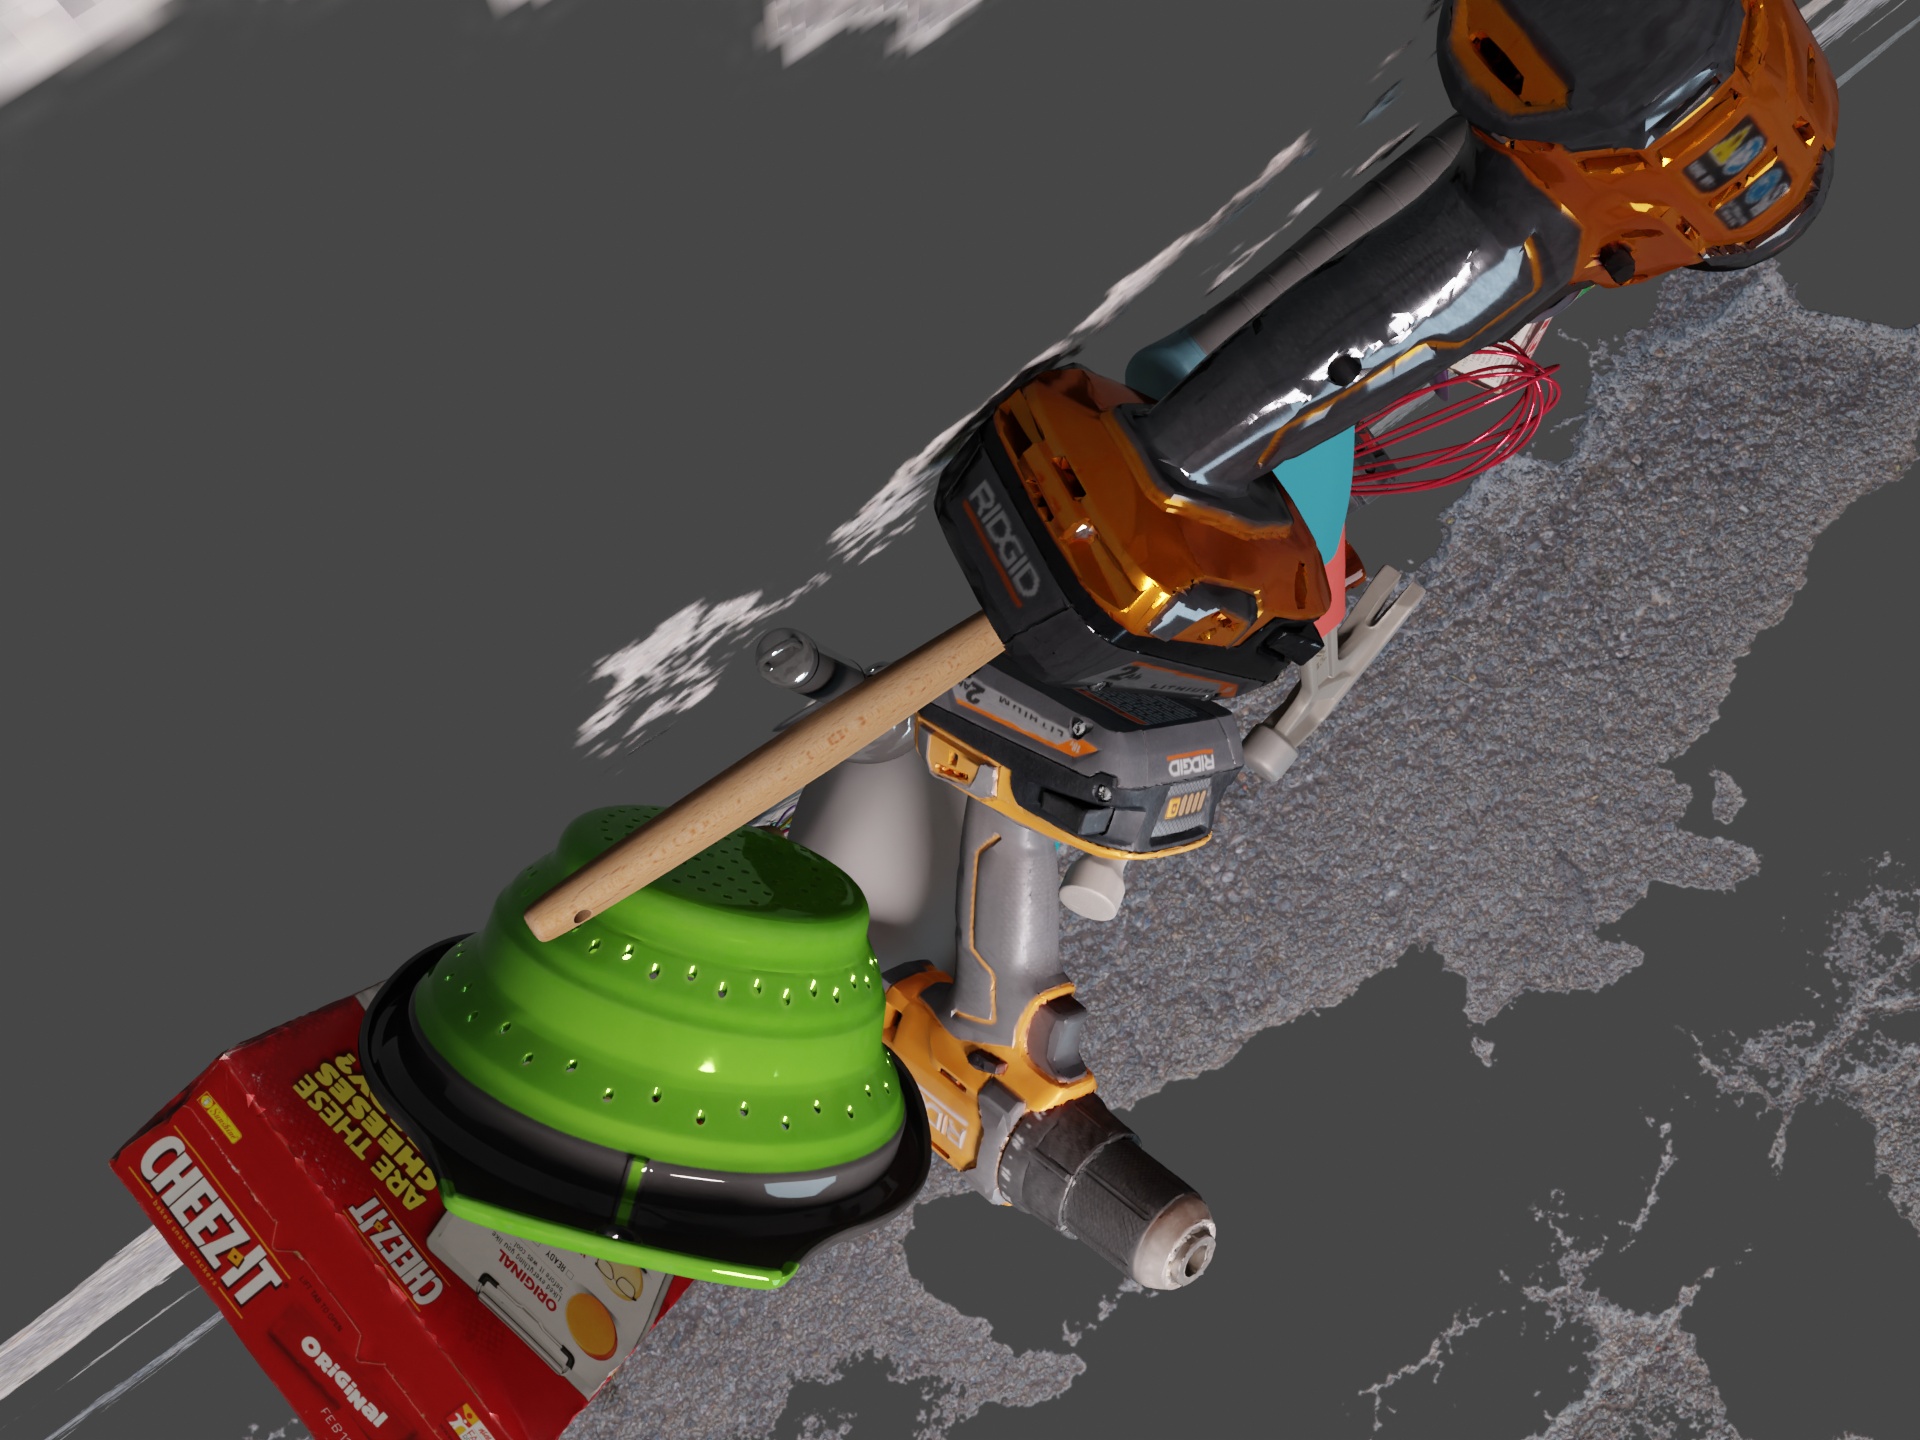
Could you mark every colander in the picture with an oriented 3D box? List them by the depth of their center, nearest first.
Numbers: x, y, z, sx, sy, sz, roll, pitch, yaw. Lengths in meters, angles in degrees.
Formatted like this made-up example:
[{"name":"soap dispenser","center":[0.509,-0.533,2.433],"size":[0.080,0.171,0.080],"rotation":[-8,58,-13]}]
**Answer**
[{"name":"colander","center":[-0.103,0.073,0.639],"size":[0.397,0.204,0.094],"rotation":[-112,-141,-77]}]

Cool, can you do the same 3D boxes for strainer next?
[{"name":"strainer","center":[-0.044,-0.011,0.604],"size":[0.087,0.050,0.258],"rotation":[-28,174,4]},{"name":"strainer","center":[-0.001,-0.003,0.789],"size":[0.340,0.095,0.211],"rotation":[-60,-163,15]}]

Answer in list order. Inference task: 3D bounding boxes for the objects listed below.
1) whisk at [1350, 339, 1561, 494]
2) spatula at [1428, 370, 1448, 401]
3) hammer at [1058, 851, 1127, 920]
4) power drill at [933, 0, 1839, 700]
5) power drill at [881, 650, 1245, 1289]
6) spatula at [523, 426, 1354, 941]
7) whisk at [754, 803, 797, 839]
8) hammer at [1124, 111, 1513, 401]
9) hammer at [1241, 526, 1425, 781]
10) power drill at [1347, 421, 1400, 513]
[{"name":"whisk","center":[0.175,-0.129,0.830],"size":[0.296,0.073,0.073],"rotation":[-19,-169,47]},{"name":"spatula","center":[0.260,-0.222,0.868],"size":[0.018,0.060,0.316],"rotation":[-23,175,14]},{"name":"hammer","center":[0.089,-0.040,0.677],"size":[0.331,0.031,0.130],"rotation":[92,21,-58]},{"name":"power drill","center":[0.119,-0.098,0.421],"size":[0.226,0.084,0.164],"rotation":[-41,154,31]},{"name":"power drill","center":[0.042,0.095,0.627],"size":[0.084,0.185,0.226],"rotation":[-8,119,-42]},{"name":"spatula","center":[0.001,-0.014,0.528],"size":[0.317,0.044,0.082],"rotation":[-34,146,-18]},{"name":"whisk","center":[-0.121,0.075,1.049],"size":[0.047,0.051,0.245],"rotation":[-58,171,2]},{"name":"hammer","center":[0.189,-0.199,0.490],"size":[0.331,0.033,0.128],"rotation":[-37,176,5]},{"name":"hammer","center":[0.184,-0.066,0.796],"size":[0.149,0.037,0.358],"rotation":[-52,161,-2]},{"name":"power drill","center":[0.161,-0.118,1.013],"size":[0.226,0.080,0.188],"rotation":[-36,178,22]}]
